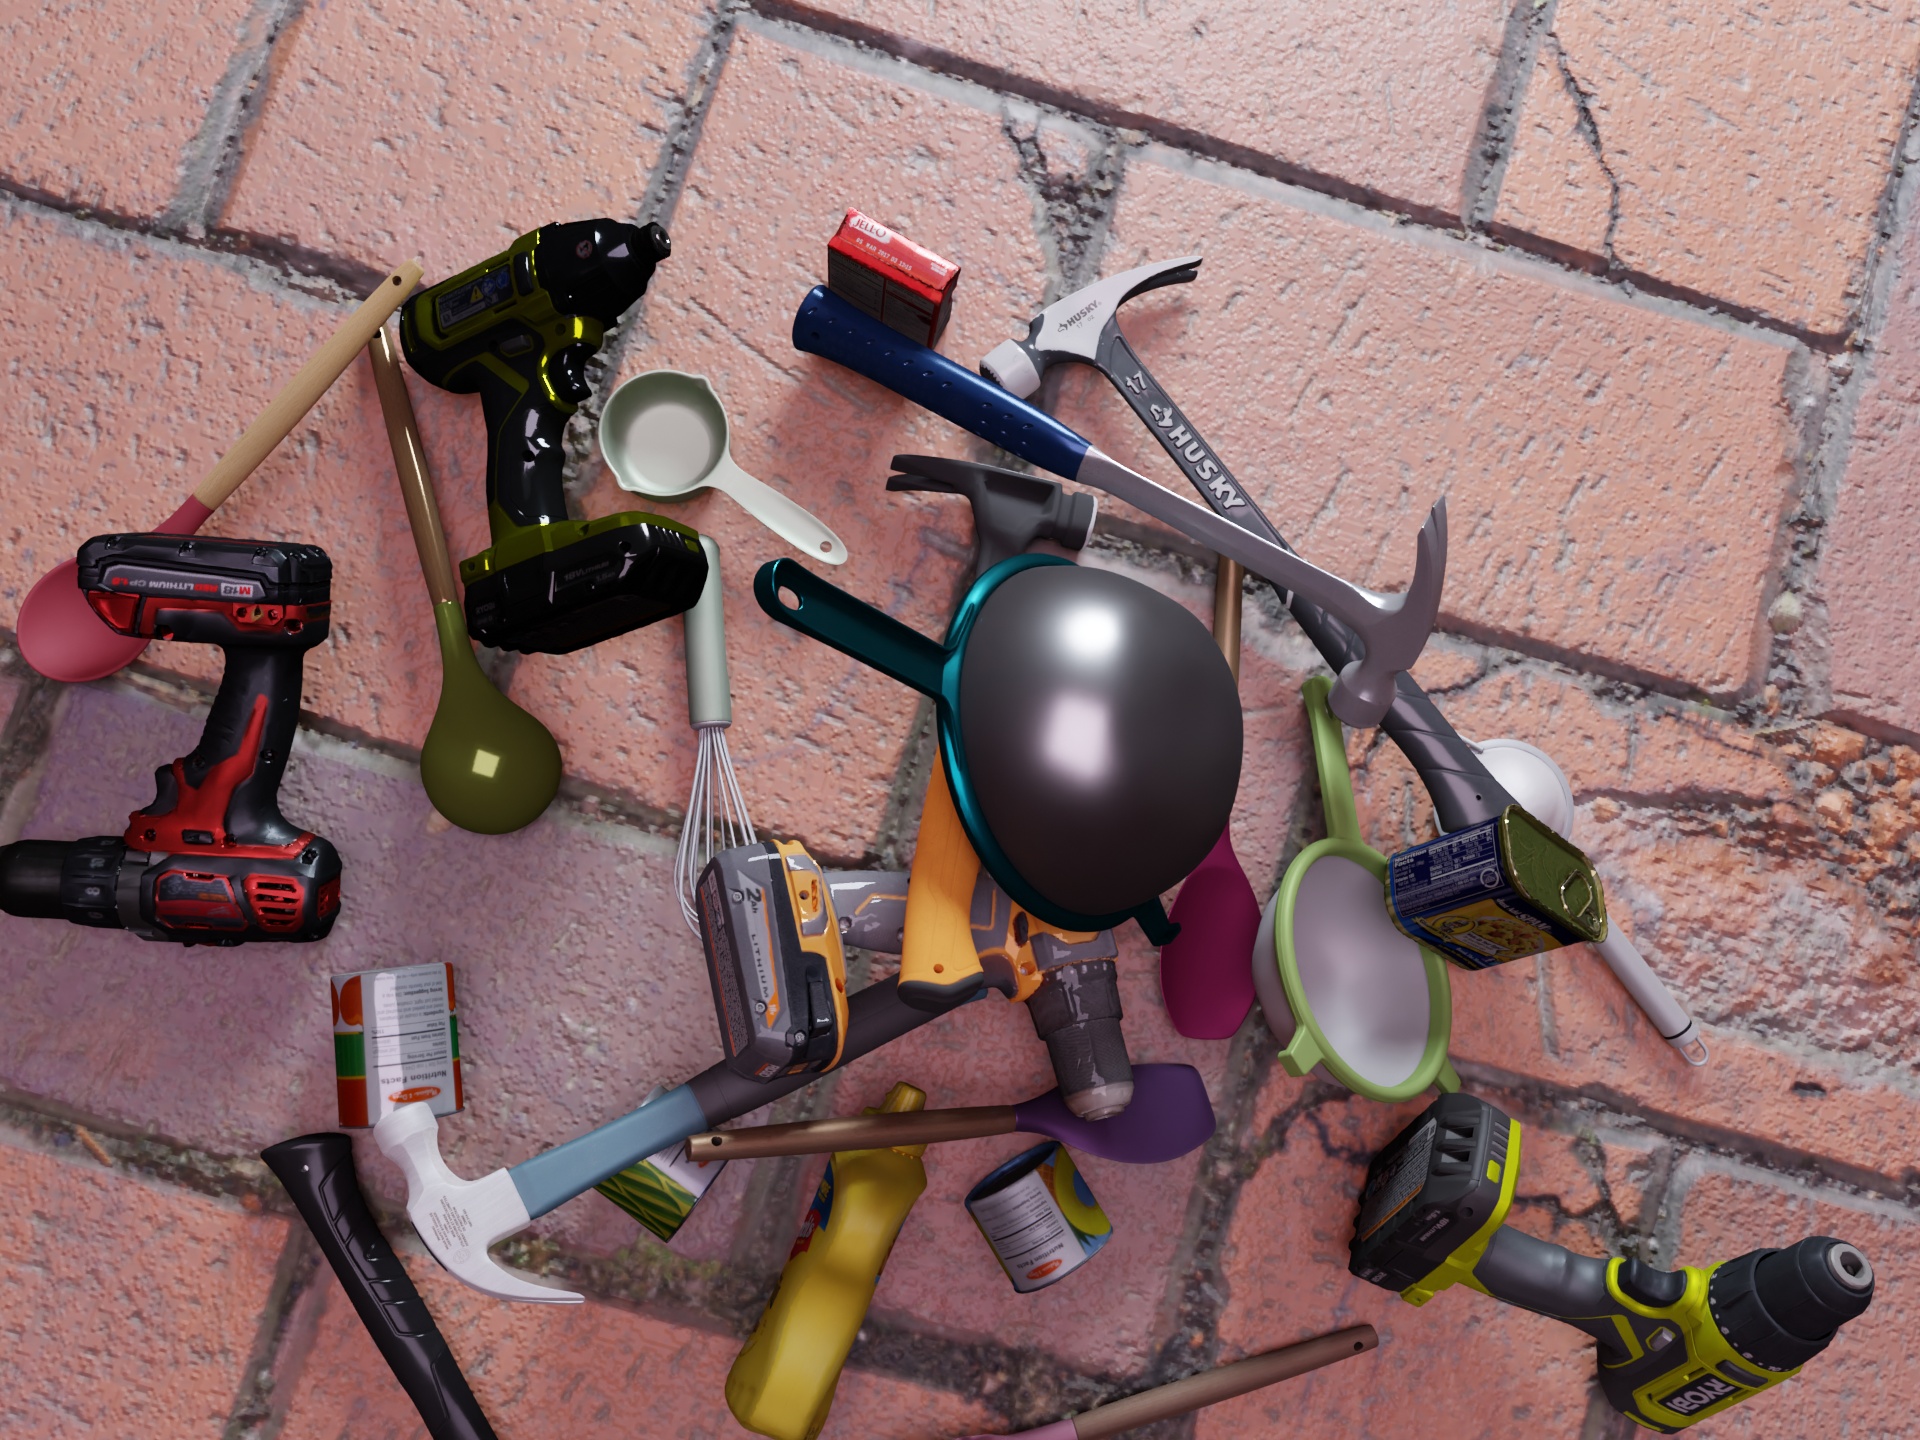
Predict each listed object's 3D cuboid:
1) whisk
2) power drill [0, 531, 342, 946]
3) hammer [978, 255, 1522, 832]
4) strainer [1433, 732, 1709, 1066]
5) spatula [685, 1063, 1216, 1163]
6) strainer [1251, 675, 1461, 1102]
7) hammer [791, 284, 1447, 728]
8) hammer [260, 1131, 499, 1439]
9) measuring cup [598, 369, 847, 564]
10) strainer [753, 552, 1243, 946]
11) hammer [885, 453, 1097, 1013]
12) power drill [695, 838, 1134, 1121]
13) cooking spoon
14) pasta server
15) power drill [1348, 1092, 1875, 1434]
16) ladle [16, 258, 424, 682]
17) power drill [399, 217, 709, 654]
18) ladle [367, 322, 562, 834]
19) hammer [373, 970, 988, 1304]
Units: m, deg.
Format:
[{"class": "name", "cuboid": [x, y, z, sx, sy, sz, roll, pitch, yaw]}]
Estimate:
[{"class": "whisk", "cuboid": [-0.144, 0.011, 0.930, 0.059, 0.058, 0.246, 2, 79, -39]}, {"class": "power drill", "cuboid": [-0.438, 0.012, 0.873, 0.188, 0.080, 0.226, 4, 97, -6]}, {"class": "hammer", "cuboid": [0.191, -0.100, 0.948, 0.149, 0.036, 0.409, -37, 83, -6]}, {"class": "strainer", "cuboid": [0.373, 0.106, 0.960, 0.087, 0.050, 0.258, -38, 91, -6]}, {"class": "spatula", "cuboid": [0.005, 0.222, 0.870, 0.315, 0.018, 0.060, 2, 54, -25]}, {"class": "strainer", "cuboid": [0.208, 0.099, 0.935, 0.151, 0.069, 0.257, 16, 59, -36]}, {"class": "hammer", "cuboid": [0.081, -0.145, 0.895, 0.405, 0.144, 0.035, 30, 48, 13]}, {"class": "hammer", "cuboid": [-0.293, 0.377, 0.883, 0.146, 0.035, 0.335, -31, 87, -7]}, {"class": "measuring cup", "cuboid": [-0.137, -0.141, 0.947, 0.167, 0.038, 0.083, 35, 83, -2]}, {"class": "strainer", "cuboid": [0.048, -0.016, 0.805, 0.340, 0.095, 0.211, 26, 61, -44]}, {"class": "hammer", "cuboid": [-0.001, -0.003, 0.877, 0.127, 0.034, 0.337, 12, 59, -6]}, {"class": "power drill", "cuboid": [-0.015, 0.140, 0.867, 0.226, 0.084, 0.185, -6, 68, -24]}, {"class": "cooking spoon", "cuboid": [0.156, 0.031, 0.960, 0.068, 0.017, 0.319, 6, 84, -18]}, {"class": "pasta server", "cuboid": [0.093, 0.402, 0.908, 0.316, 0.040, 0.060, -15, 98, -7]}, {"class": "power drill", "cuboid": [0.350, 0.297, 0.870, 0.228, 0.190, 0.080, 25, 48, 3]}, {"class": "ladle", "cuboid": [-0.417, -0.145, 0.910, 0.069, 0.031, 0.315, 43, 91, -4]}, {"class": "power drill", "cuboid": [-0.221, -0.162, 0.888, 0.171, 0.080, 0.223, -17, 79, 23]}, {"class": "ladle", "cuboid": [-0.305, -0.088, 0.932, 0.078, 0.062, 0.320, -16, 79, -8]}, {"class": "hammer", "cuboid": [-0.132, 0.202, 0.863, 0.331, 0.033, 0.128, -23, 74, -25]}]
